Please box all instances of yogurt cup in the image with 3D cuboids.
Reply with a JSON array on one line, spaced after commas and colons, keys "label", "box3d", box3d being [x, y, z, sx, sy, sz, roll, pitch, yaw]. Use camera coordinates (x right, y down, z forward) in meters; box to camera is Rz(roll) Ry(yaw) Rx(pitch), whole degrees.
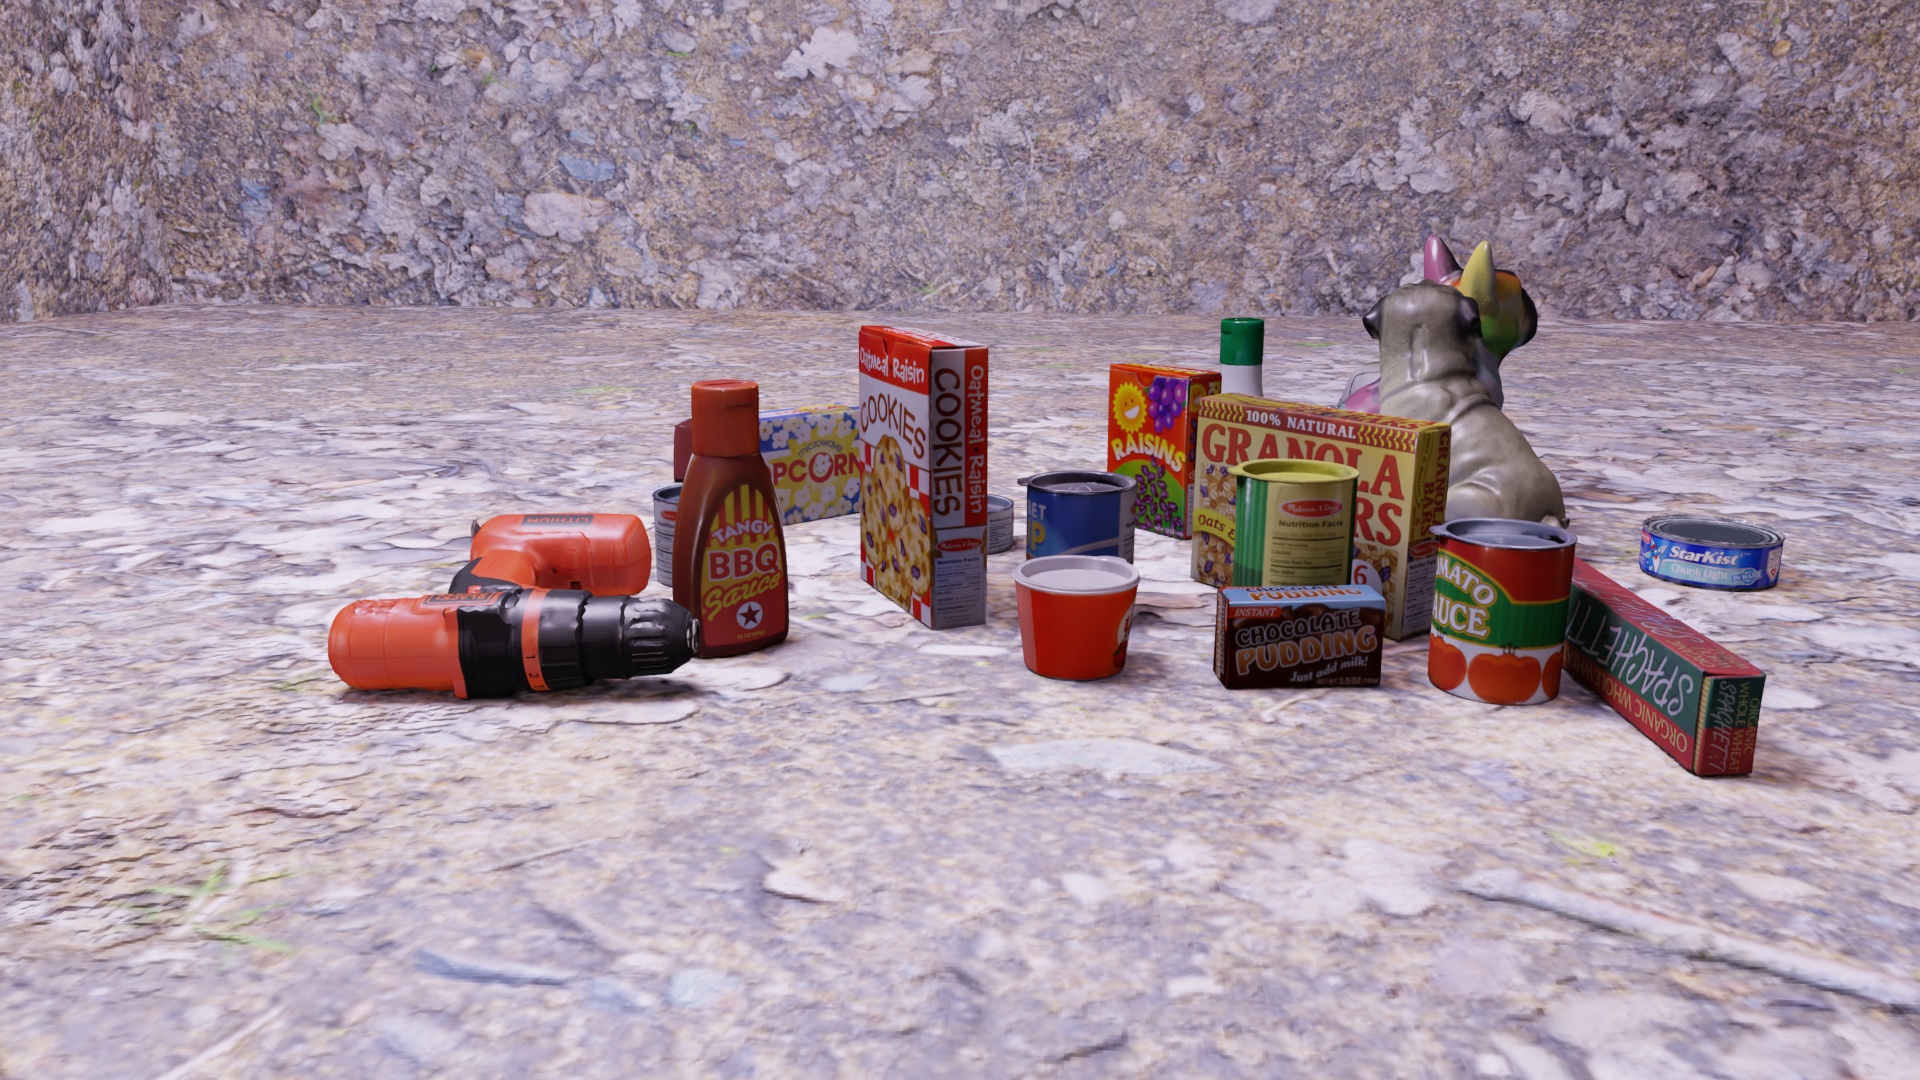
[{"label": "yogurt cup", "box3d": [0.062, 0.042, 0.747, 0.072, 0.053, 0.072, 0, 14, 0]}]

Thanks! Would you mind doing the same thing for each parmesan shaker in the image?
[{"label": "parmesan shaker", "box3d": [0.182, 0.010, 0.775, 0.071, 0.102, 0.071, 0, 14, 0]}]

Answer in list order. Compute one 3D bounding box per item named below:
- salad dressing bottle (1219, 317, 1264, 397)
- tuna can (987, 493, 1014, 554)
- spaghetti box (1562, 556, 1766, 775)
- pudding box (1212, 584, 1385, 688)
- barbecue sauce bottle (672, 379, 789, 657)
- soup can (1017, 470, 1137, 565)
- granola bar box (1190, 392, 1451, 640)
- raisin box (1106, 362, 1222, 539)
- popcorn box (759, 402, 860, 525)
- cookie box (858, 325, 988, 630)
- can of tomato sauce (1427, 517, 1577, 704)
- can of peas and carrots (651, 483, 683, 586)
[{"label": "salad dressing bottle", "box3d": [0.239, -0.117, 1.195, 0.044, 0.147, 0.064, -5, 14, -21]}, {"label": "tuna can", "box3d": [0.004, -0.013, 1.007, 0.071, 0.032, 0.071, 0, 14, 0]}, {"label": "spaghetti box", "box3d": [0.338, 0.051, 0.725, 0.029, 0.050, 0.251, 1, 14, 1]}, {"label": "pudding box", "box3d": [0.177, 0.050, 0.727, 0.084, 0.049, 0.030, 0, 14, -3]}, {"label": "barbecue sauce bottle", "box3d": [-0.128, -0.013, 0.767, 0.065, 0.148, 0.044, -9, 16, -35]}, {"label": "soup can", "box3d": [0.069, 0.004, 0.836, 0.071, 0.083, 0.071, 0, 14, 0]}, {"label": "granola bar box", "box3d": [0.217, -0.020, 0.854, 0.039, 0.124, 0.165, -10, 17, -36]}, {"label": "raisin box", "box3d": [0.152, -0.070, 1.055, 0.040, 0.123, 0.086, -10, 17, -36]}, {"label": "popcorn box", "box3d": [-0.134, -0.058, 1.077, 0.127, 0.085, 0.038, -11, 18, -40]}, {"label": "cookie box", "box3d": [-0.026, -0.043, 0.852, 0.040, 0.167, 0.123, -5, 15, -23]}, {"label": "can of tomato sauce", "box3d": [0.277, 0.035, 0.719, 0.071, 0.083, 0.071, 0, 14, 0]}, {"label": "can of peas and carrots", "box3d": [-0.166, -0.004, 0.916, 0.071, 0.058, 0.071, 0, 14, 0]}]
